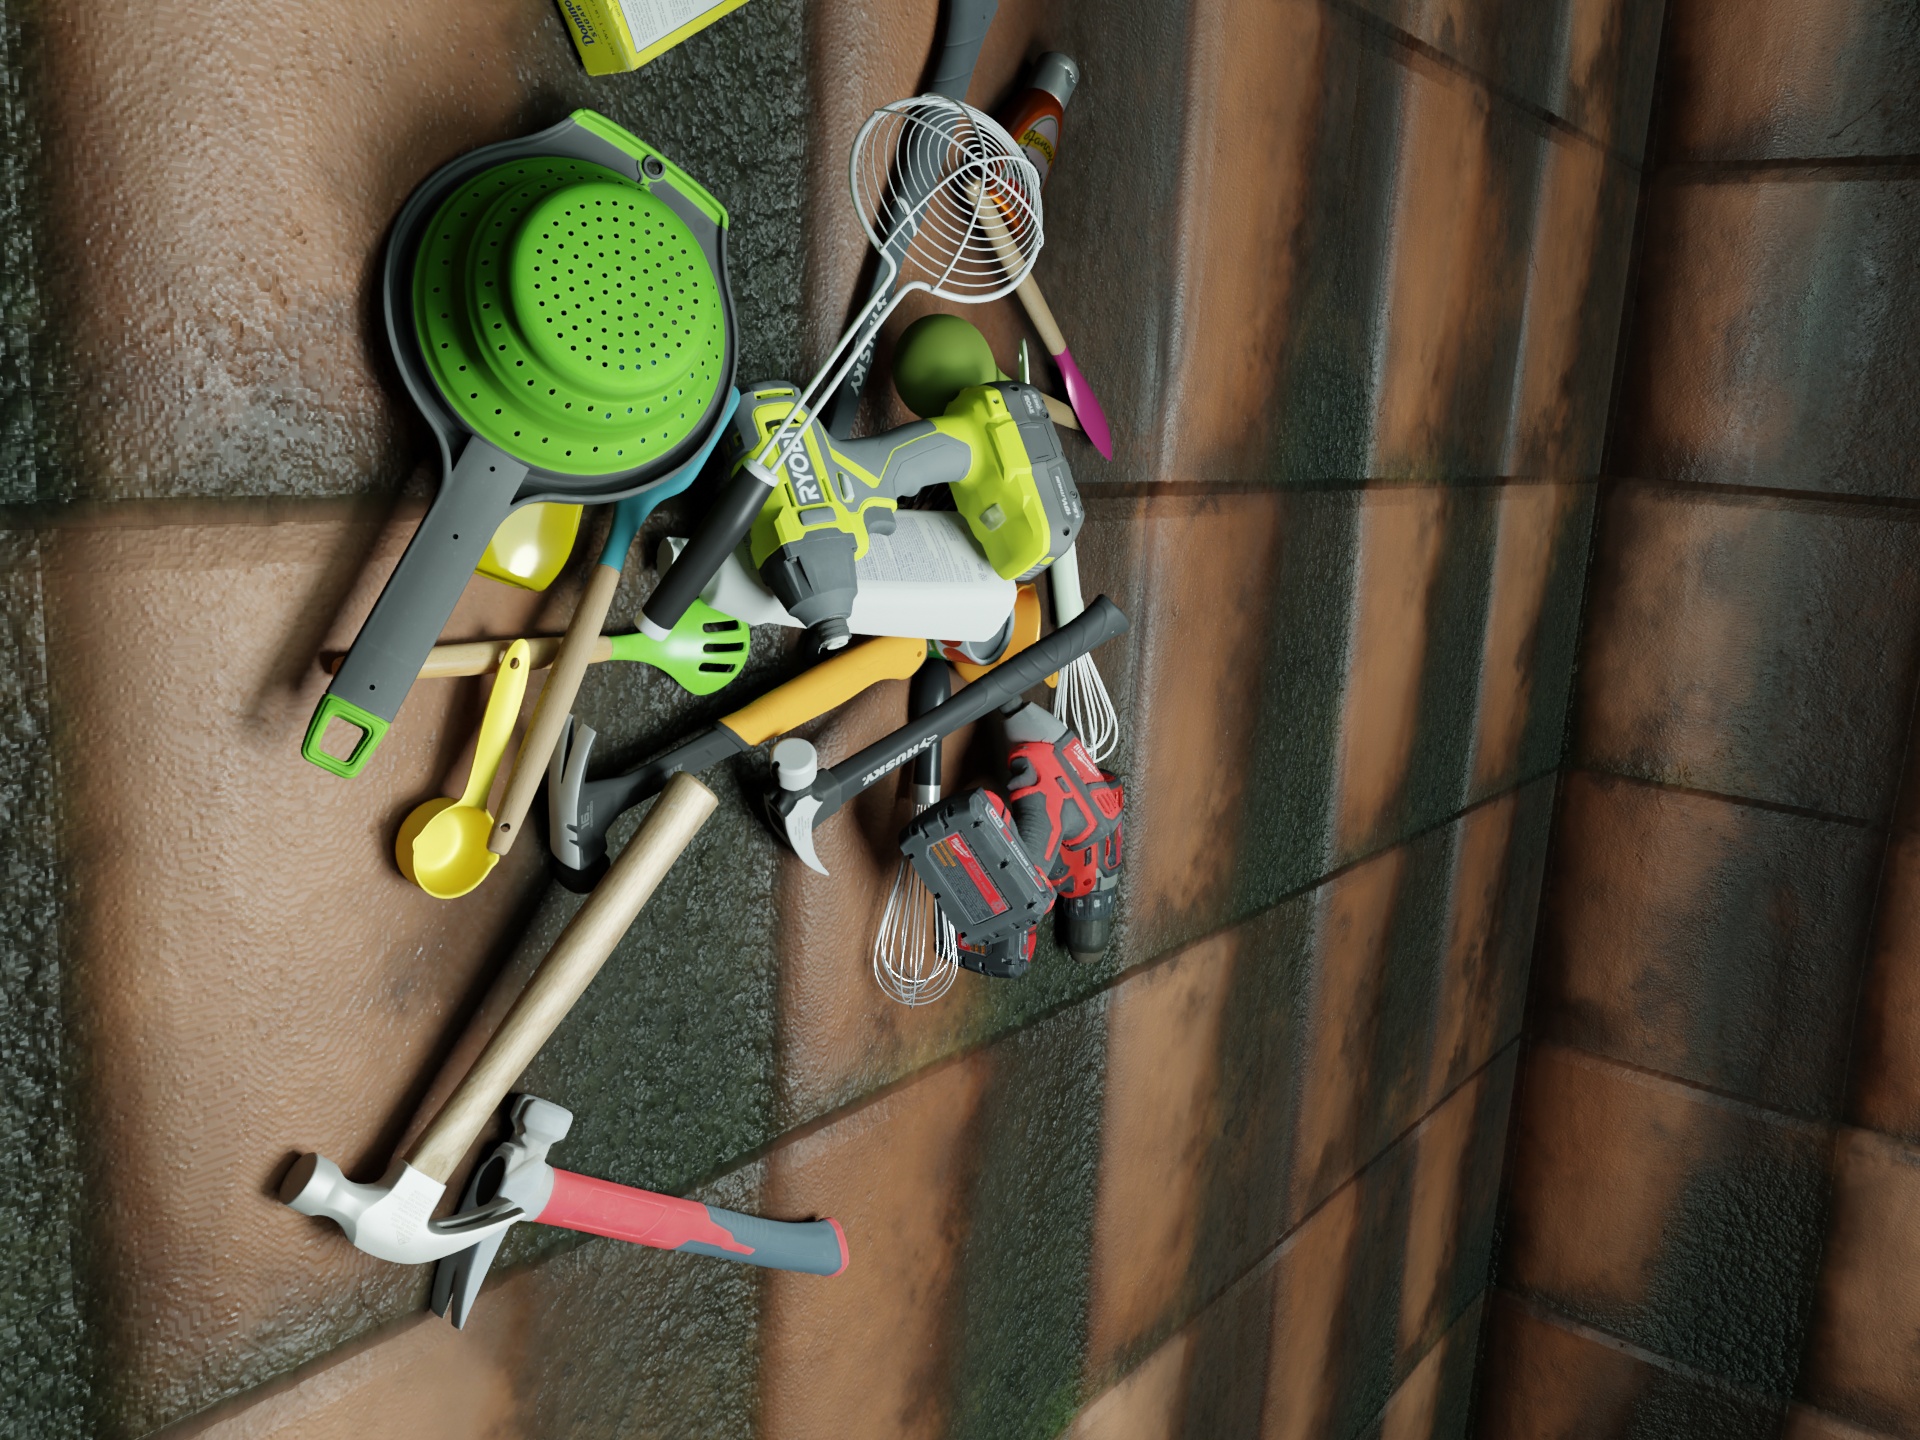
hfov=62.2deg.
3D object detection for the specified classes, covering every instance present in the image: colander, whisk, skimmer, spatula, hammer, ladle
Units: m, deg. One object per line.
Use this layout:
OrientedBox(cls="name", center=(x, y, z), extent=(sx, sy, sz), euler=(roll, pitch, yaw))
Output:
OrientedBox(cls="colander", center=(-0.231, -0.151, 0.837), extent=(0.204, 0.094, 0.397), euler=(31, 74, -26))
OrientedBox(cls="whisk", center=(0.101, -0.075, 1.415), extent=(0.058, 0.059, 0.246), euler=(-91, 173, -70))
OrientedBox(cls="skimmer", center=(-0.084, -0.204, 0.954), extent=(0.127, 0.090, 0.363), euler=(33, 104, -19))
OrientedBox(cls="spatula", center=(-0.220, -0.071, 0.948), extent=(0.082, 0.044, 0.318), euler=(20, 71, -11))
OrientedBox(cls="hammer", center=(-0.043, -0.342, 1.150), extent=(0.149, 0.036, 0.409), euler=(27, 77, -54))
OrientedBox(cls="whisk", center=(-0.030, 0.091, 1.281), extent=(0.070, 0.070, 0.284), euler=(1, 94, -54))
OrientedBox(cls="hammer", center=(-0.252, 0.174, 0.963), extent=(0.129, 0.031, 0.331), euler=(46, 69, -34))
OrientedBox(cls="ladle", center=(0.037, -0.257, 1.255), extent=(0.320, 0.062, 0.078), euler=(-5, 100, -68))
OrientedBox(cls="whisk", center=(-0.049, -0.132, 1.198), extent=(0.239, 0.055, 0.055), euler=(-56, 139, -21))
OrientedBox(cls="hammer", center=(-0.204, 0.375, 1.135), extent=(0.385, 0.038, 0.143), euler=(38, 70, -51))
OrientedBox(cls="hammer", center=(-0.138, -0.006, 1.083), extent=(0.337, 0.034, 0.127), euler=(-30, 139, -43))
OrientedBox(cls="hammer", center=(-0.002, -0.004, 1.192), extent=(0.335, 0.035, 0.146), euler=(-32, 151, -26))

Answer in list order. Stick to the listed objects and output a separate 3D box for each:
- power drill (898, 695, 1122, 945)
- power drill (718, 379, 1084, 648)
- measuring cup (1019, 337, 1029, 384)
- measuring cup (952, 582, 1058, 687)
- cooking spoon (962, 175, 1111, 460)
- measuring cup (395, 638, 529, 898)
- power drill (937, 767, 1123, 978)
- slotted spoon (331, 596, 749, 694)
OrientedBox(cls="power drill", center=(0.045, 0.070, 1.267), extent=(0.143, 0.078, 0.220), euler=(57, 33, -7))
OrientedBox(cls="power drill", center=(-0.037, -0.143, 1.050), extent=(0.223, 0.080, 0.171), euler=(-13, 79, -32))
OrientedBox(cls="measuring cup", center=(0.031, -0.197, 1.172), extent=(0.038, 0.083, 0.167), euler=(-4, 117, -8))
OrientedBox(cls="measuring cup", center=(0.039, -0.060, 1.336), extent=(0.173, 0.052, 0.095), euler=(40, 63, -67))
OrientedBox(cls="cooking spoon", center=(0.070, -0.318, 1.288), extent=(0.318, 0.017, 0.069), euler=(50, 27, -51))
OrientedBox(cls="measuring cup", center=(-0.286, 0.025, 0.927), extent=(0.062, 0.029, 0.156), euler=(23, 82, -54))
OrientedBox(cls="power drill", center=(0.074, 0.156, 1.422), extent=(0.226, 0.080, 0.187), euler=(-23, 118, -52))
OrientedBox(cls="slotted spoon", center=(-0.239, -0.041, 0.979), extent=(0.313, 0.031, 0.070), euler=(-8, 108, -51))
